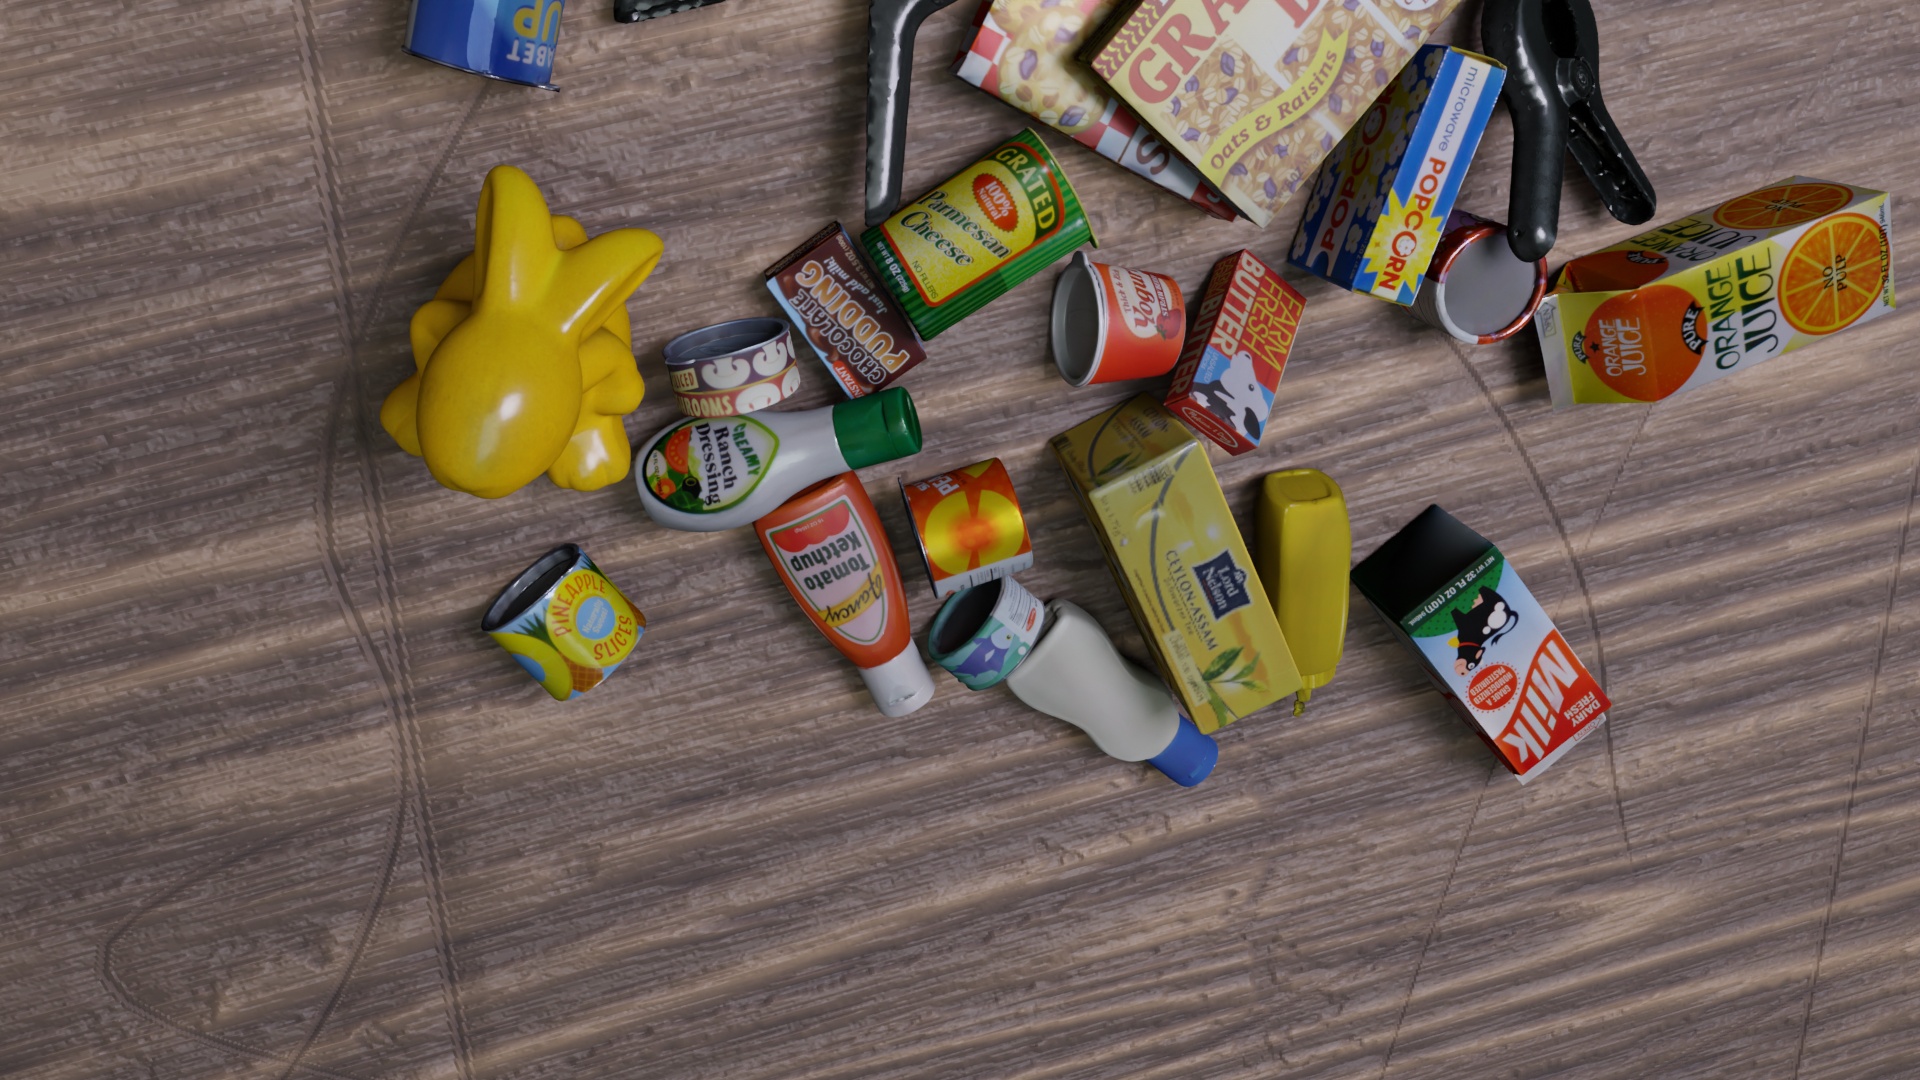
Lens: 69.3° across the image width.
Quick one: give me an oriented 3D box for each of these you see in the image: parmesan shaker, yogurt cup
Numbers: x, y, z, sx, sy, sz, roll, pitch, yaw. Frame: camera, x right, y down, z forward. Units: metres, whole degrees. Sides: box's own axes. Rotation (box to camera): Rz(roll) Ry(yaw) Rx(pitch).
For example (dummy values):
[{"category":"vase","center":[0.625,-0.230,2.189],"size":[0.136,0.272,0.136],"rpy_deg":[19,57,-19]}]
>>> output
[{"category":"parmesan shaker","center":[0.009,-0.154,0.713],"size":[0.103,0.071,0.071],"rpy_deg":[-32,114,3]},{"category":"yogurt cup","center":[0.085,-0.116,0.747],"size":[0.054,0.072,0.072],"rpy_deg":[-2,112,-19]}]

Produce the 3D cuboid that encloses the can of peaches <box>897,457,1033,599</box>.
[{"category":"can of peaches","center":[0.003,-0.010,0.771],"size":[0.058,0.071,0.071],"rpy_deg":[-17,114,-3]}]

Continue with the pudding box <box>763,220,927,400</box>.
[{"category":"pudding box","center":[-0.061,-0.119,0.735],"size":[0.049,0.030,0.083],"rpy_deg":[-33,113,5]}]

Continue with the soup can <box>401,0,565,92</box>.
[{"category":"soup can","center":[-0.210,-0.256,0.633],"size":[0.071,0.071,0.083],"rpy_deg":[12,108,-15]}]

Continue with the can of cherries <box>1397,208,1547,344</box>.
[{"category":"can of cherries","center":[0.284,-0.149,0.774],"size":[0.071,0.058,0.071],"rpy_deg":[-4,112,-9]}]

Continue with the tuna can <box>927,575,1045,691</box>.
[{"category":"tuna can","center":[0.012,0.052,0.798],"size":[0.033,0.071,0.071],"rpy_deg":[40,100,-21]}]

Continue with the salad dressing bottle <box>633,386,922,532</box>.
[{"category":"salad dressing bottle","center":[-0.095,-0.046,0.730],"size":[0.147,0.044,0.064],"rpy_deg":[-14,77,10]}]

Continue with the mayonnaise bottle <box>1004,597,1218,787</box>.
[{"category":"mayonnaise bottle","center":[0.095,0.099,0.846],"size":[0.148,0.041,0.064],"rpy_deg":[38,102,-22]}]

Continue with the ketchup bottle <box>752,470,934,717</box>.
[{"category":"ketchup bottle","center":[-0.060,0.032,0.788],"size":[0.065,0.044,0.148],"rpy_deg":[-24,114,4]}]

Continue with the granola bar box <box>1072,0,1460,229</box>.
[{"category":"granola bar box","center":[0.155,-0.256,0.673],"size":[0.124,0.039,0.165],"rpy_deg":[37,100,-21]}]

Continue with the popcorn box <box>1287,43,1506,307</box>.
[{"category":"popcorn box","center":[0.226,-0.195,0.730],"size":[0.038,0.085,0.126],"rpy_deg":[13,108,-16]}]

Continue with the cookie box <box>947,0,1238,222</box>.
[{"category":"cookie box","center":[0.096,-0.255,0.707],"size":[0.167,0.040,0.122],"rpy_deg":[23,105,-17]}]

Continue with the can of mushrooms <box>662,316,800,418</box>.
[{"category":"can of mushrooms","center":[-0.119,-0.089,0.715],"size":[0.071,0.071,0.033],"rpy_deg":[-13,115,-6]}]

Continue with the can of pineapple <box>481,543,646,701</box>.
[{"category":"can of pineapple","center":[-0.212,0.044,0.749],"size":[0.071,0.071,0.057],"rpy_deg":[-37,114,5]}]

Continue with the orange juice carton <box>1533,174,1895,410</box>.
[{"category":"orange juice carton","center":[0.422,-0.139,0.796],"size":[0.193,0.073,0.071],"rpy_deg":[-21,114,-2]}]

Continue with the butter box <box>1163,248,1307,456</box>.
[{"category":"butter box","center":[0.151,-0.103,0.756],"size":[0.053,0.024,0.104],"rpy_deg":[32,65,-21]}]

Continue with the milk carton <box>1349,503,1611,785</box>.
[{"category":"milk carton","center":[0.332,0.074,0.863],"size":[0.072,0.074,0.190],"rpy_deg":[-40,113,6]}]

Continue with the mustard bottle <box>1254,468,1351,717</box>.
[{"category":"mustard bottle","center":[0.205,0.038,0.832],"size":[0.049,0.065,0.159],"rpy_deg":[-9,118,-1]}]
